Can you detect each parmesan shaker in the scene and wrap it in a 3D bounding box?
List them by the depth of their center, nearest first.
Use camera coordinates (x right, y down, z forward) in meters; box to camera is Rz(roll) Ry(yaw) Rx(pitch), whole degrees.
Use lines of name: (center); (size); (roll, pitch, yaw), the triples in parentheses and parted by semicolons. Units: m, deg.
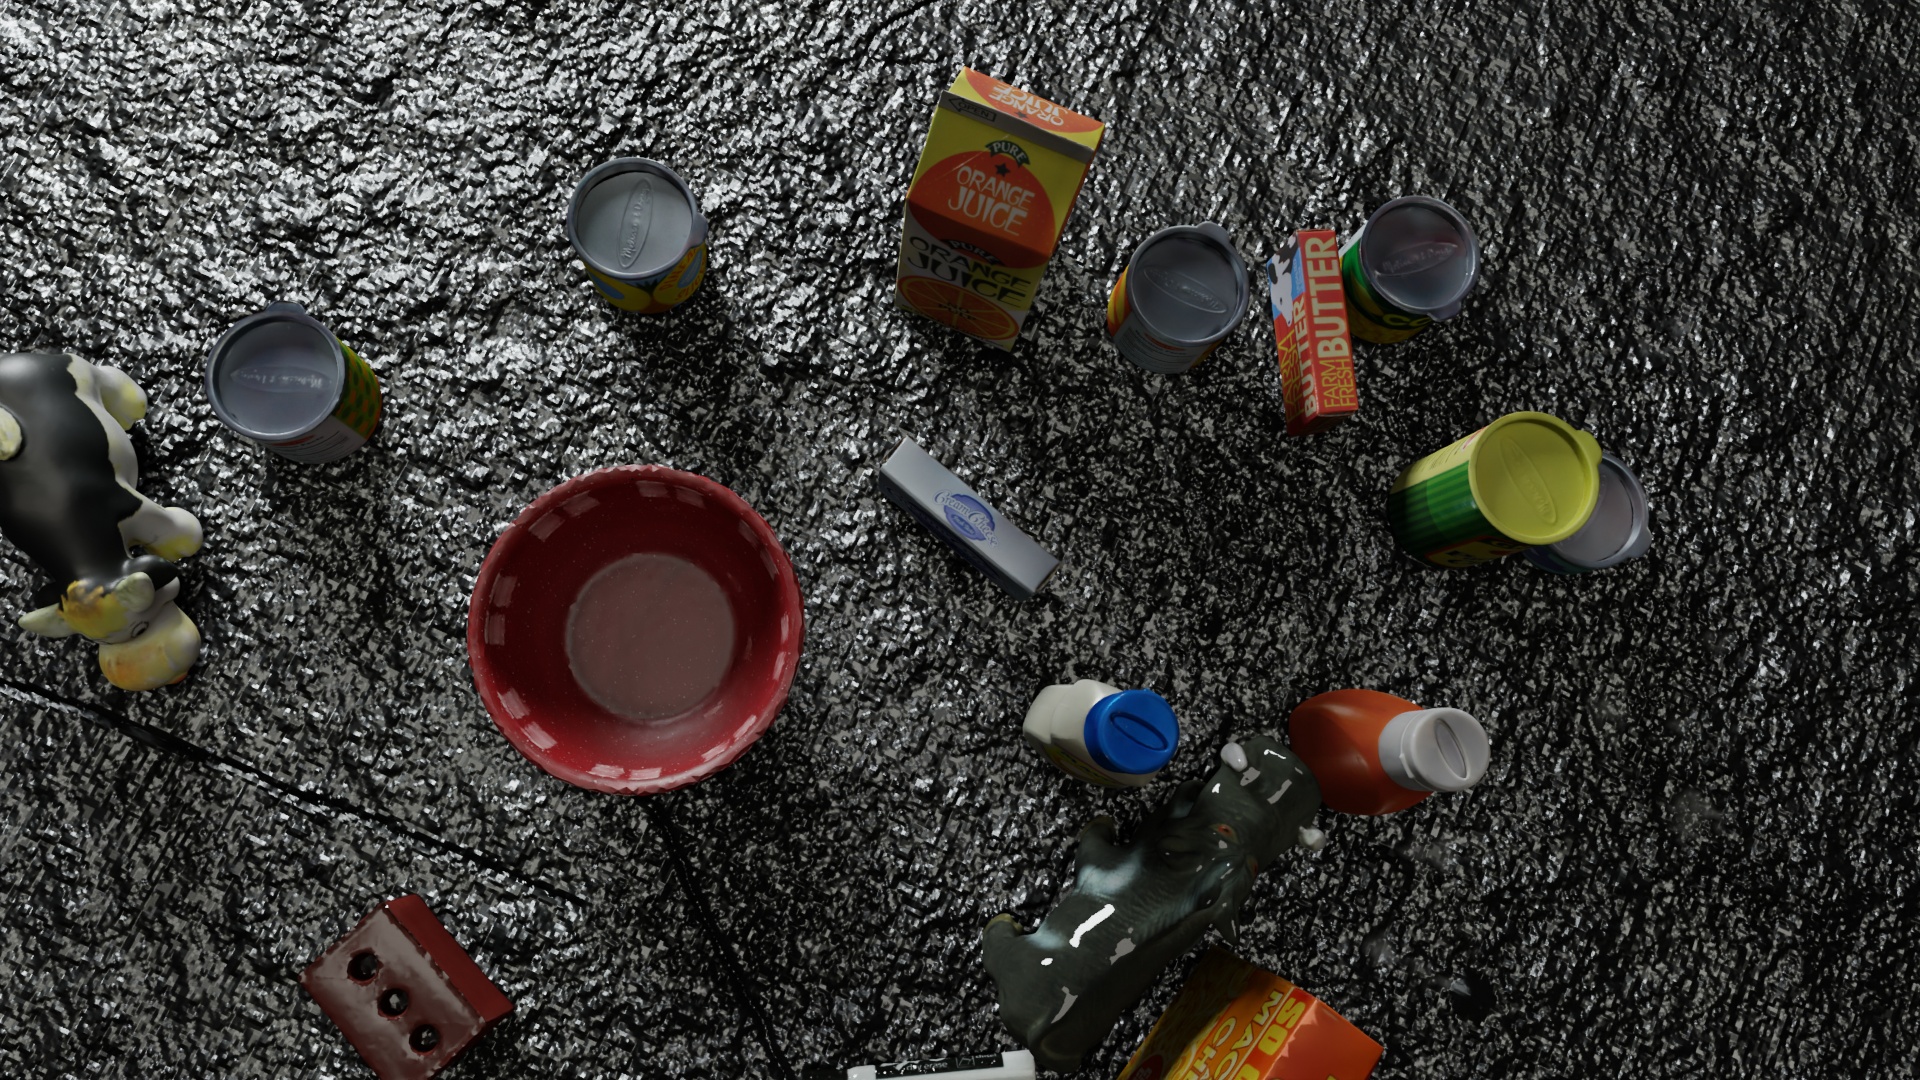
parmesan shaker: (0.277, -0.024, 0.725); (0.071, 0.103, 0.071); (1, 81, -5)

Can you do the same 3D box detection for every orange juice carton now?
orange juice carton: (0.017, -0.163, 0.679); (0.072, 0.192, 0.073); (22, 80, -1)

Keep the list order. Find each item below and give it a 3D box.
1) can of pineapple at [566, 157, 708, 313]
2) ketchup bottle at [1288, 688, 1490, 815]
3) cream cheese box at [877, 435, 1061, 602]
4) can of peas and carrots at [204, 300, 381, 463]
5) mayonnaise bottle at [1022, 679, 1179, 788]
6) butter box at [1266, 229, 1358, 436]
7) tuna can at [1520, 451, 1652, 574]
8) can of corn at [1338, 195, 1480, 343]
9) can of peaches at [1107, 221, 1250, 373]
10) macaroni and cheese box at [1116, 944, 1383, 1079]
can of pineapple: (-0.167, -0.158, 0.730); (0.071, 0.057, 0.071); (1, 81, -5)
ketchup bottle: (0.206, 0.103, 0.674); (0.043, 0.148, 0.065); (-23, 84, -8)
cream cheese box: (0.003, -0.009, 0.723); (0.104, 0.053, 0.024); (39, 80, 2)
can of peas and carrots: (-0.334, -0.078, 0.701); (0.071, 0.058, 0.071); (1, 81, -5)
mayonnaise bottle: (0.069, 0.093, 0.663); (0.065, 0.148, 0.041); (30, 80, 0)
butter box: (0.191, -0.112, 0.757); (0.024, 0.053, 0.103); (-4, 81, -6)
tuna can: (0.341, -0.014, 0.764); (0.071, 0.032, 0.071); (1, 80, -5)
can of corn: (0.243, -0.145, 0.765); (0.071, 0.058, 0.071); (1, 81, -5)
can of peaches: (0.118, -0.131, 0.751); (0.071, 0.058, 0.071); (1, 81, -5)
macaroni and cheese box: (0.116, 0.255, 0.631); (0.040, 0.166, 0.124); (38, 80, 2)
